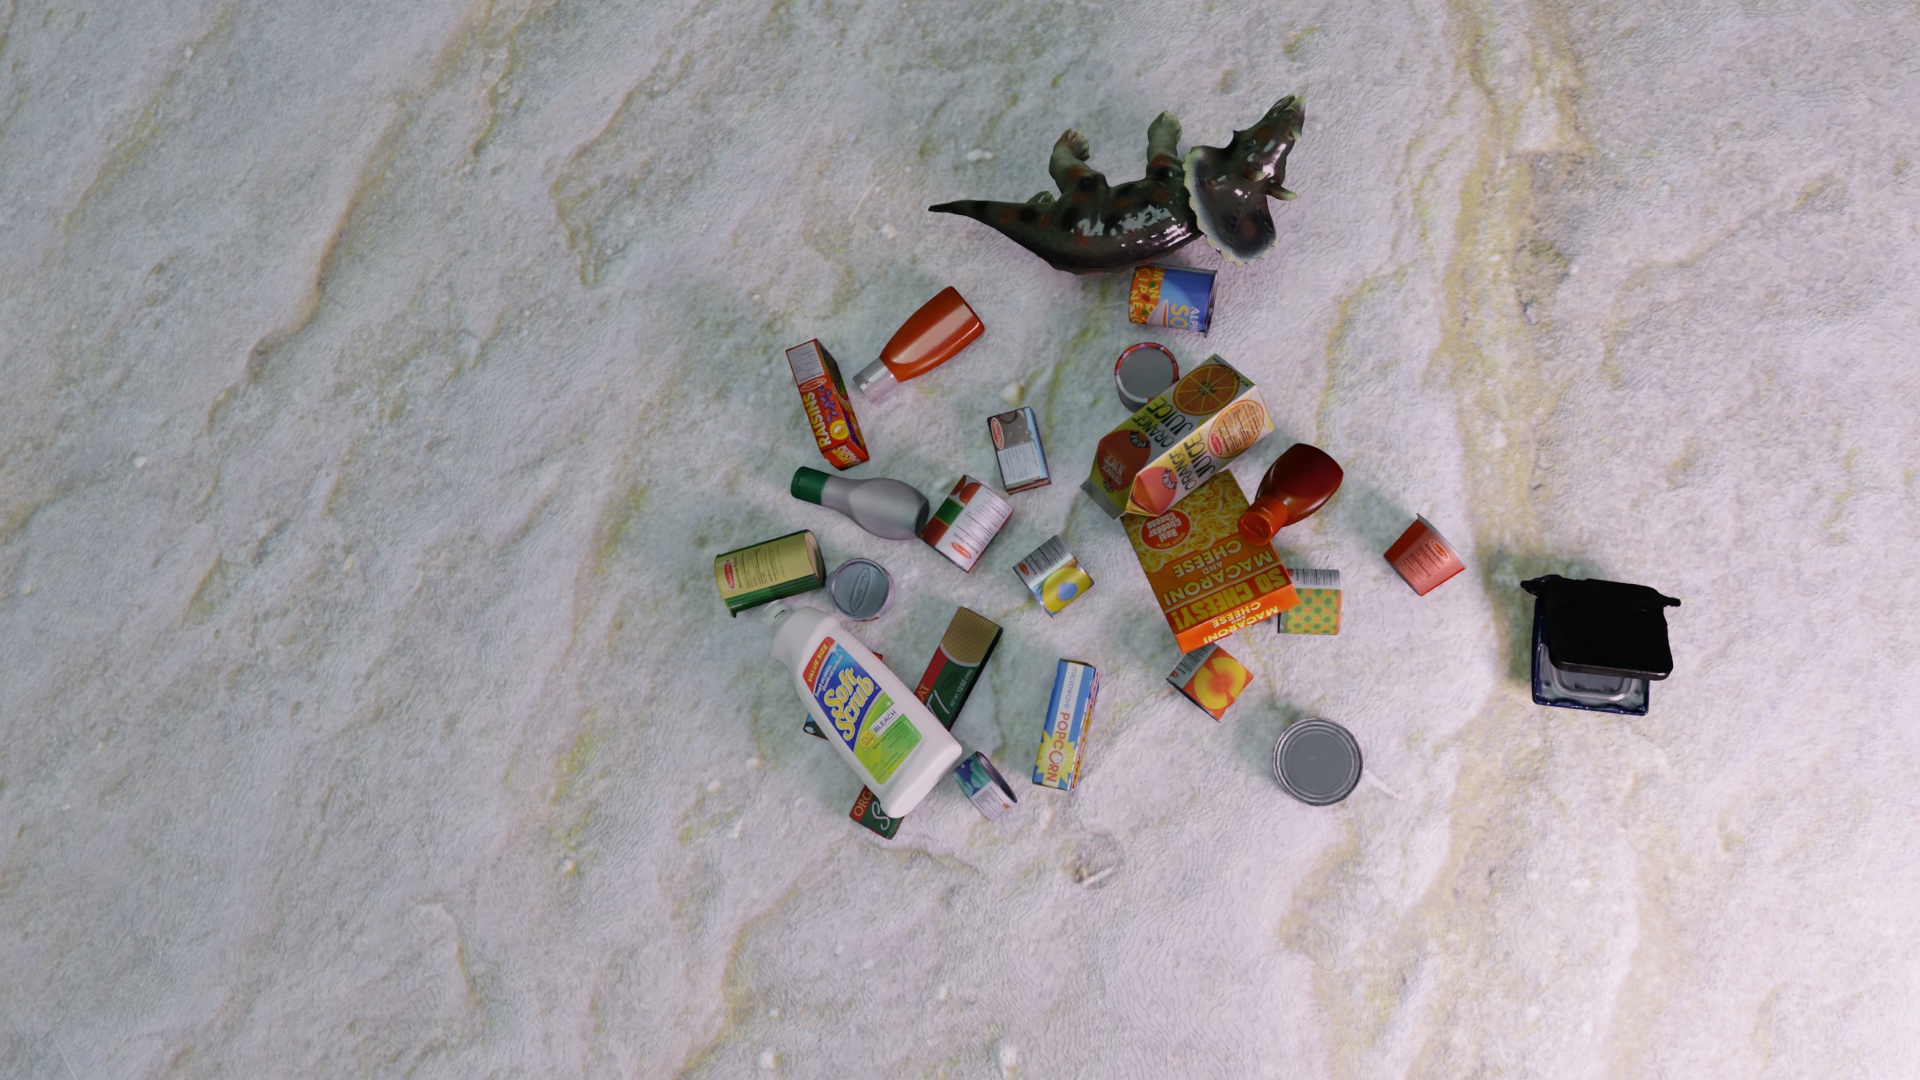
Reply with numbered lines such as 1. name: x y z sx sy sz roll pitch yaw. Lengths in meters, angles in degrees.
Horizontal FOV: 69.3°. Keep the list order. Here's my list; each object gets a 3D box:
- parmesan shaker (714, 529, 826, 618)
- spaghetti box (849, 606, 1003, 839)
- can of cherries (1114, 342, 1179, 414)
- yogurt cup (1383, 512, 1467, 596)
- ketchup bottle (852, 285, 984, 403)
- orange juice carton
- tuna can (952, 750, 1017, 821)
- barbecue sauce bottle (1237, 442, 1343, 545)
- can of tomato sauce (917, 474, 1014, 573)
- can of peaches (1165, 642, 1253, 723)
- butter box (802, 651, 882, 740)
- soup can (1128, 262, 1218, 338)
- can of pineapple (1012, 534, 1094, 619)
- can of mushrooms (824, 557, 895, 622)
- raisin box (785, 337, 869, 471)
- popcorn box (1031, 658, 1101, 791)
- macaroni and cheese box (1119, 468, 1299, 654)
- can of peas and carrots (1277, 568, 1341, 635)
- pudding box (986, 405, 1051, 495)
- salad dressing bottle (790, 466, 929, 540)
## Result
1. parmesan shaker: -0.201 0.035 1.479 0.103 0.071 0.071 -16 77 7
2. spaghetti box: -0.035 0.189 1.438 0.050 0.028 0.250 27 85 15
3. can of cherries: 0.196 -0.170 1.447 0.071 0.058 0.071 -2 80 11
4. yogurt cup: 0.453 0.018 1.361 0.054 0.072 0.072 -42 75 10
5. ketchup bottle: -0.049 -0.208 1.509 0.149 0.043 0.065 -38 74 2
6. orange juice carton: 0.213 -0.095 1.403 0.193 0.072 0.072 -37 44 -2
7. tuna can: 0.023 0.246 1.398 0.033 0.071 0.071 -40 75 3
8. barbecue sauce bottle: 0.320 -0.044 1.362 0.065 0.043 0.149 36 43 17
9. can of tomato sauce: 0.005 -0.018 1.452 0.071 0.071 0.083 36 87 15
10. can of peaches: 0.249 0.138 1.376 0.071 0.071 0.058 39 88 15
11. butter box: -0.123 0.161 1.462 0.053 0.024 0.103 17 83 14
12. soup can: 0.222 -0.252 1.455 0.084 0.071 0.071 10 82 13
13. can of pineapple: 0.096 0.037 1.424 0.058 0.071 0.071 -37 75 2
14. can of mushrooms: -0.106 0.053 1.475 0.071 0.033 0.071 -2 80 10
15. raisin box: -0.143 -0.144 1.492 0.040 0.086 0.123 -21 76 5
16. popcorn box: 0.107 0.185 1.382 0.038 0.085 0.127 12 82 12
17. macaroni and cheese box: 0.244 0.019 1.374 0.124 0.040 0.167 -24 47 6
18. can of peas and carrots: 0.344 0.062 1.373 0.059 0.071 0.071 1 80 10
19. pudding box: 0.063 -0.095 1.473 0.049 0.030 0.084 -16 77 9
20. salad dressing bottle: -0.109 -0.044 1.489 0.148 0.044 0.064 17 85 14
